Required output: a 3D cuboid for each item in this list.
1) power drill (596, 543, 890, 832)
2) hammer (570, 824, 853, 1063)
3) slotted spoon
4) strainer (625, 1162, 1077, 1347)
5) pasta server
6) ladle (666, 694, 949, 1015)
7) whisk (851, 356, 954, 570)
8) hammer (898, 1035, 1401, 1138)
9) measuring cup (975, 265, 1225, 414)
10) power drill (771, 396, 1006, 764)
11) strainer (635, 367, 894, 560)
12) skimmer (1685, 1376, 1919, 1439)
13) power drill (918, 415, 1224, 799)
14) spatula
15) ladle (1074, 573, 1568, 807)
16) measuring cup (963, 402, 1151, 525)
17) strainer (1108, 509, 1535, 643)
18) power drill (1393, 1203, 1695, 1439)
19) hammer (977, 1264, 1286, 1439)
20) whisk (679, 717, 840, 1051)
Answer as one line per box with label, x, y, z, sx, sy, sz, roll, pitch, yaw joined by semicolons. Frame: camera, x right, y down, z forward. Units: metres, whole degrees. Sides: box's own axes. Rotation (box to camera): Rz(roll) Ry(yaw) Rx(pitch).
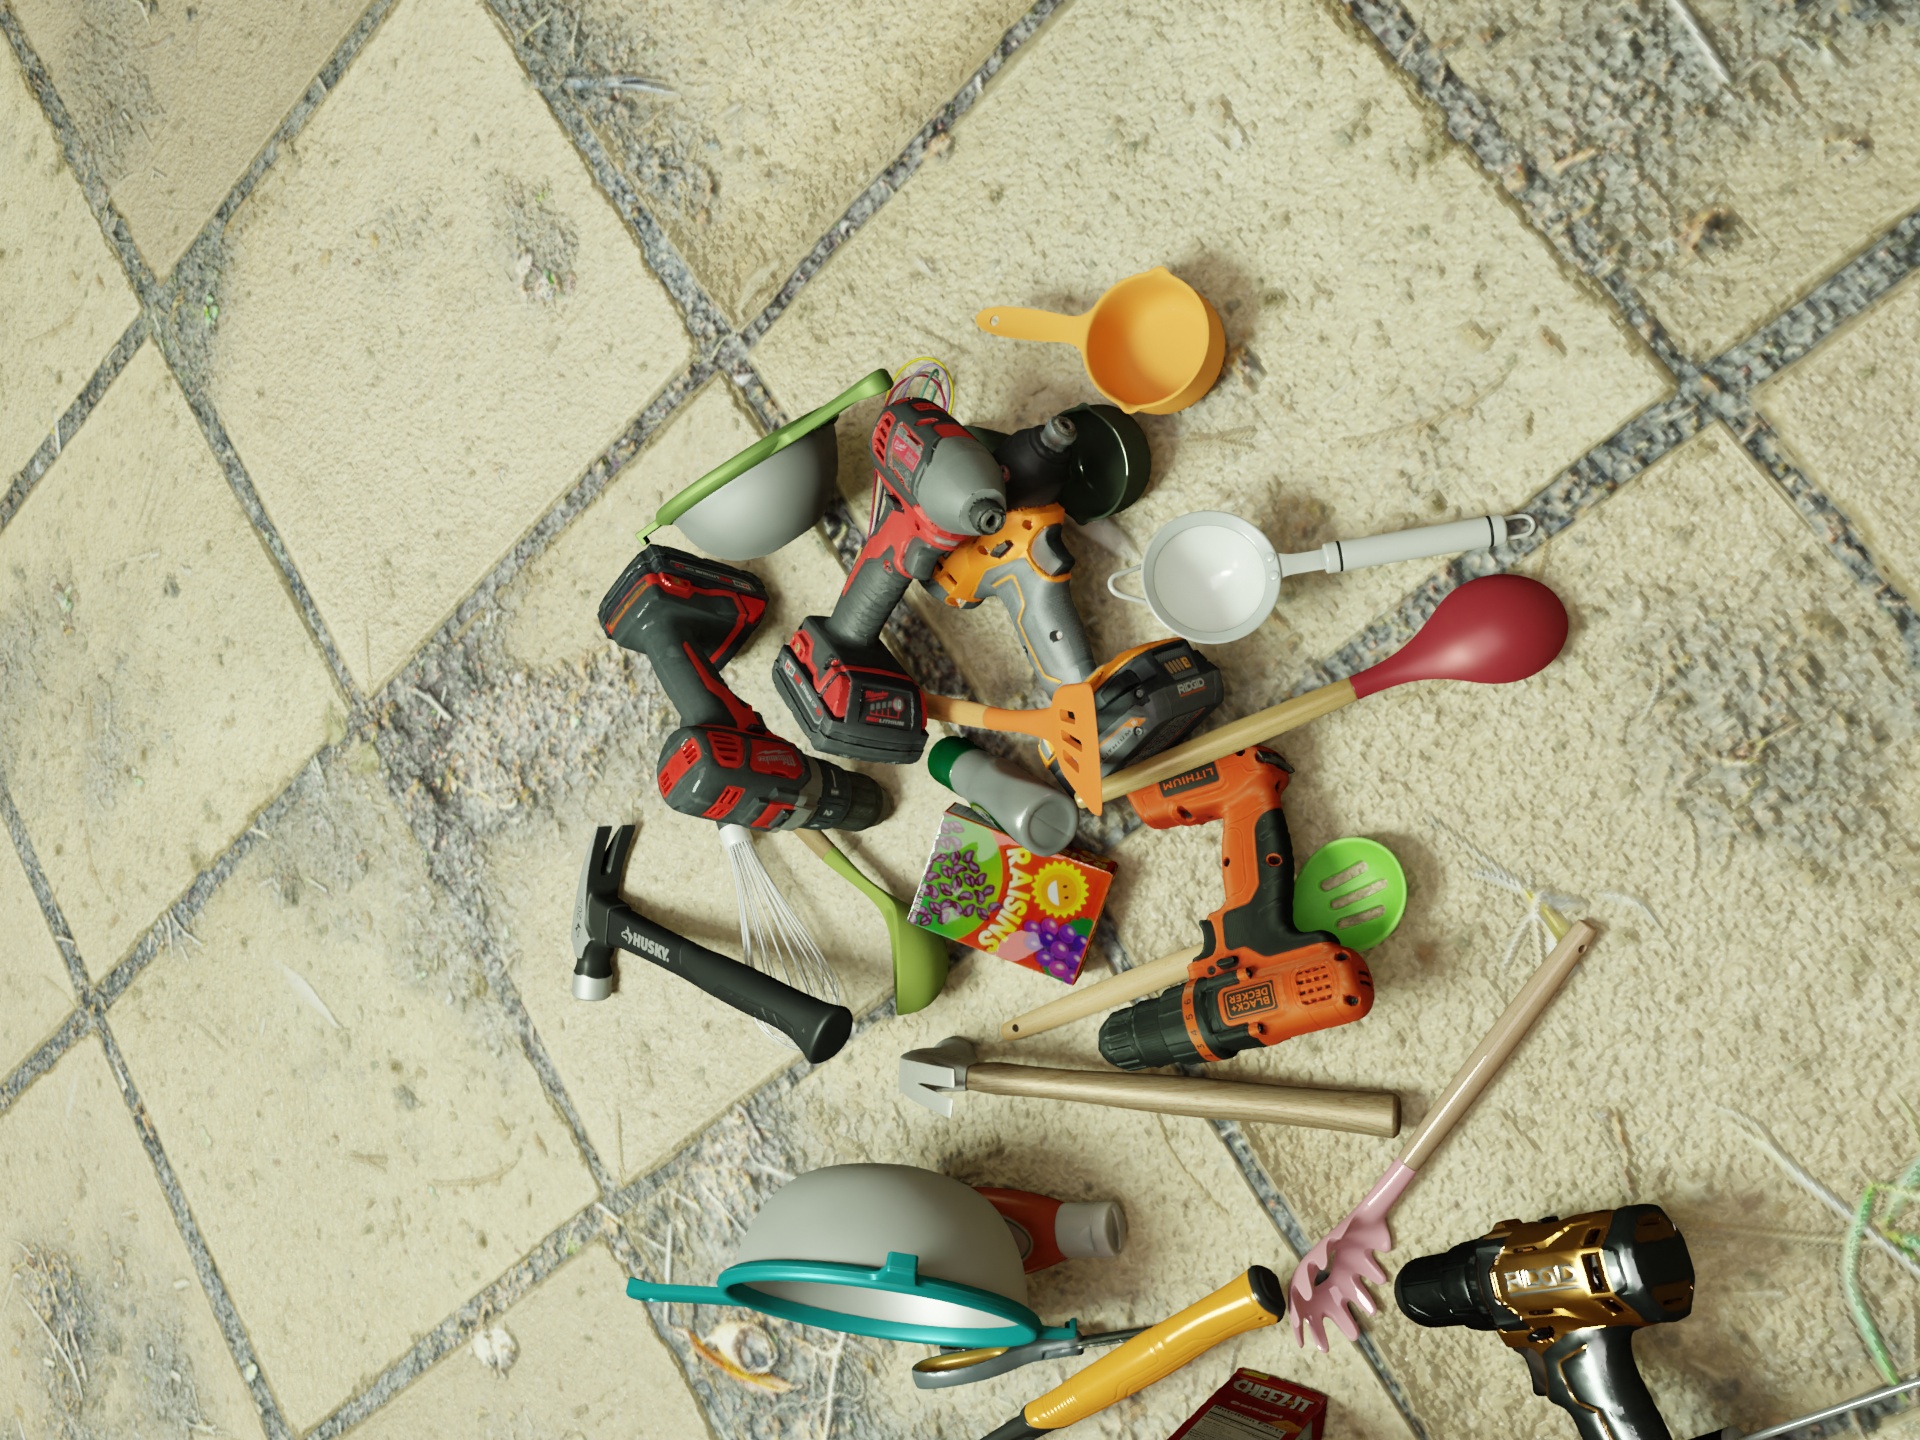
power drill;-0.155;-0.011;1.156;0.080;0.187;0.227;-47;52;25
hammer;-0.192;0.177;1.178;0.335;0.035;0.146;13;100;47
slotted spoon;0.154;0.157;1.053;0.314;0.031;0.070;-27;70;28
strainer;-0.098;0.354;1.079;0.340;0.210;0.095;-12;55;35
pasta server;0.294;0.255;0.972;0.316;0.060;0.040;-58;30;14
ladle;-0.123;0.088;1.174;0.062;0.078;0.320;-38;69;-22
whisk;-0.059;-0.146;1.157;0.047;0.051;0.245;18;107;-8
hammer;0.115;0.242;1.038;0.331;0.130;0.031;1;88;20
measuring cup;0.095;-0.255;1.067;0.174;0.052;0.095;16;98;29
power drill;-0.039;-0.088;1.036;0.143;0.078;0.219;51;124;49
strainer;-0.107;-0.167;1.087;0.256;0.151;0.069;-18;106;54
skimmer;0.460;0.343;0.864;0.363;0.127;0.090;-43;48;34
power drill;0.071;-0.079;1.043;0.227;0.084;0.164;57;136;17
spatula;-0.002;-0.003;1.060;0.323;0.041;0.081;11;110;52
ladle;0.215;-0.010;0.971;0.315;0.031;0.069;-23;69;12
measuring cup;0.062;-0.186;1.095;0.168;0.038;0.083;21;121;42
strainer;0.220;-0.097;0.976;0.258;0.050;0.087;-9;76;8
power drill;0.339;0.396;0.890;0.185;0.084;0.226;-33;59;49
hammer;0.070;0.445;1.048;0.337;0.127;0.034;-40;36;23
whisk;-0.159;0.117;1.209;0.070;0.070;0.285;-31;71;25
